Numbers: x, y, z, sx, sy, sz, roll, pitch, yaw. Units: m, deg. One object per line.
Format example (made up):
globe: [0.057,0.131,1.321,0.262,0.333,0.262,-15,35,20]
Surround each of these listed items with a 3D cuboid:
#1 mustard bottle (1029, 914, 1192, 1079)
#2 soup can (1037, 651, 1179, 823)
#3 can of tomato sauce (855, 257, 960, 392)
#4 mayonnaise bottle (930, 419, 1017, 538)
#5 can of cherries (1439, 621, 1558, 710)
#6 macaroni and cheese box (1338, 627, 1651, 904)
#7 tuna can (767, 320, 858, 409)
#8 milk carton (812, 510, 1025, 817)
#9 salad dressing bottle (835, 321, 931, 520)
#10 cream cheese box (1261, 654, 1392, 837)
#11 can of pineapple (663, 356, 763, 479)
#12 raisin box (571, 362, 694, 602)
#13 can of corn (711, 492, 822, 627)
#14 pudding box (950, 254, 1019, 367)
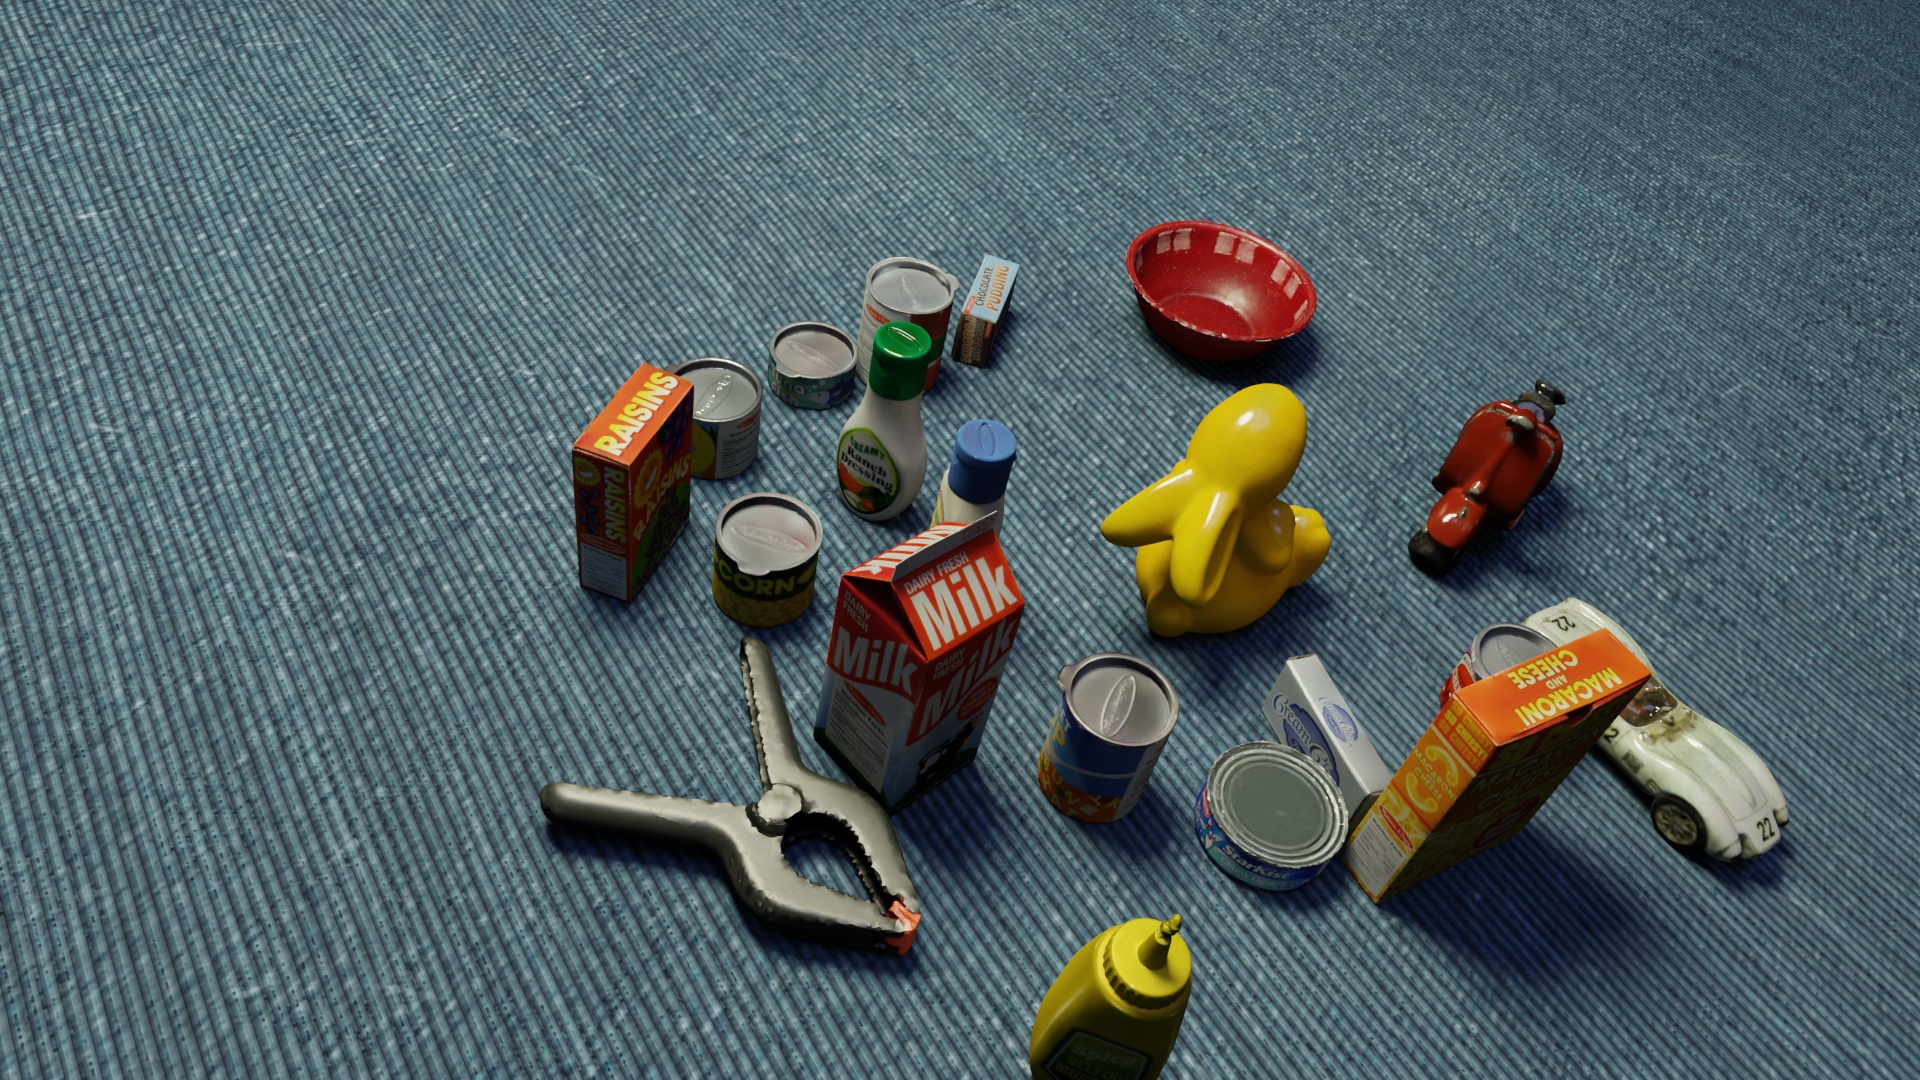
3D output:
mustard bottle: [0.076,0.220,0.661,0.065,0.159,0.049,18,46,4]
soup can: [0.082,0.115,0.814,0.071,0.083,0.072,7,46,-7]
can of tomato sauce: [-0.041,-0.160,1.043,0.071,0.082,0.071,7,46,-7]
mayonnaise bottle: [0.003,-0.011,0.869,0.041,0.147,0.065,2,47,-11]
can of cherries: [0.355,0.097,0.912,0.071,0.058,0.072,7,46,-7]
macaroni and cheese box: [0.302,0.131,0.793,0.124,0.165,0.040,-16,53,-26]
tuna can: [-0.112,-0.129,1.033,0.071,0.032,0.071,7,46,-7]
milk carton: [-0.023,0.061,0.766,0.072,0.189,0.073,-29,60,-33]
salad dressing bottle: [-0.048,-0.078,0.920,0.064,0.146,0.044,34,49,18]
cream cheese box: [0.226,0.127,0.857,0.024,0.053,0.104,-8,50,-20]
can of pineapple: [-0.173,-0.085,0.960,0.071,0.057,0.071,7,46,-7]
raisin box: [-0.201,-0.035,0.860,0.040,0.122,0.086,21,46,6]
can of corn: [-0.124,0.015,0.877,0.071,0.058,0.071,7,46,-7]
pudding box: [0.020,-0.183,1.102,0.030,0.049,0.084,17,46,3]
